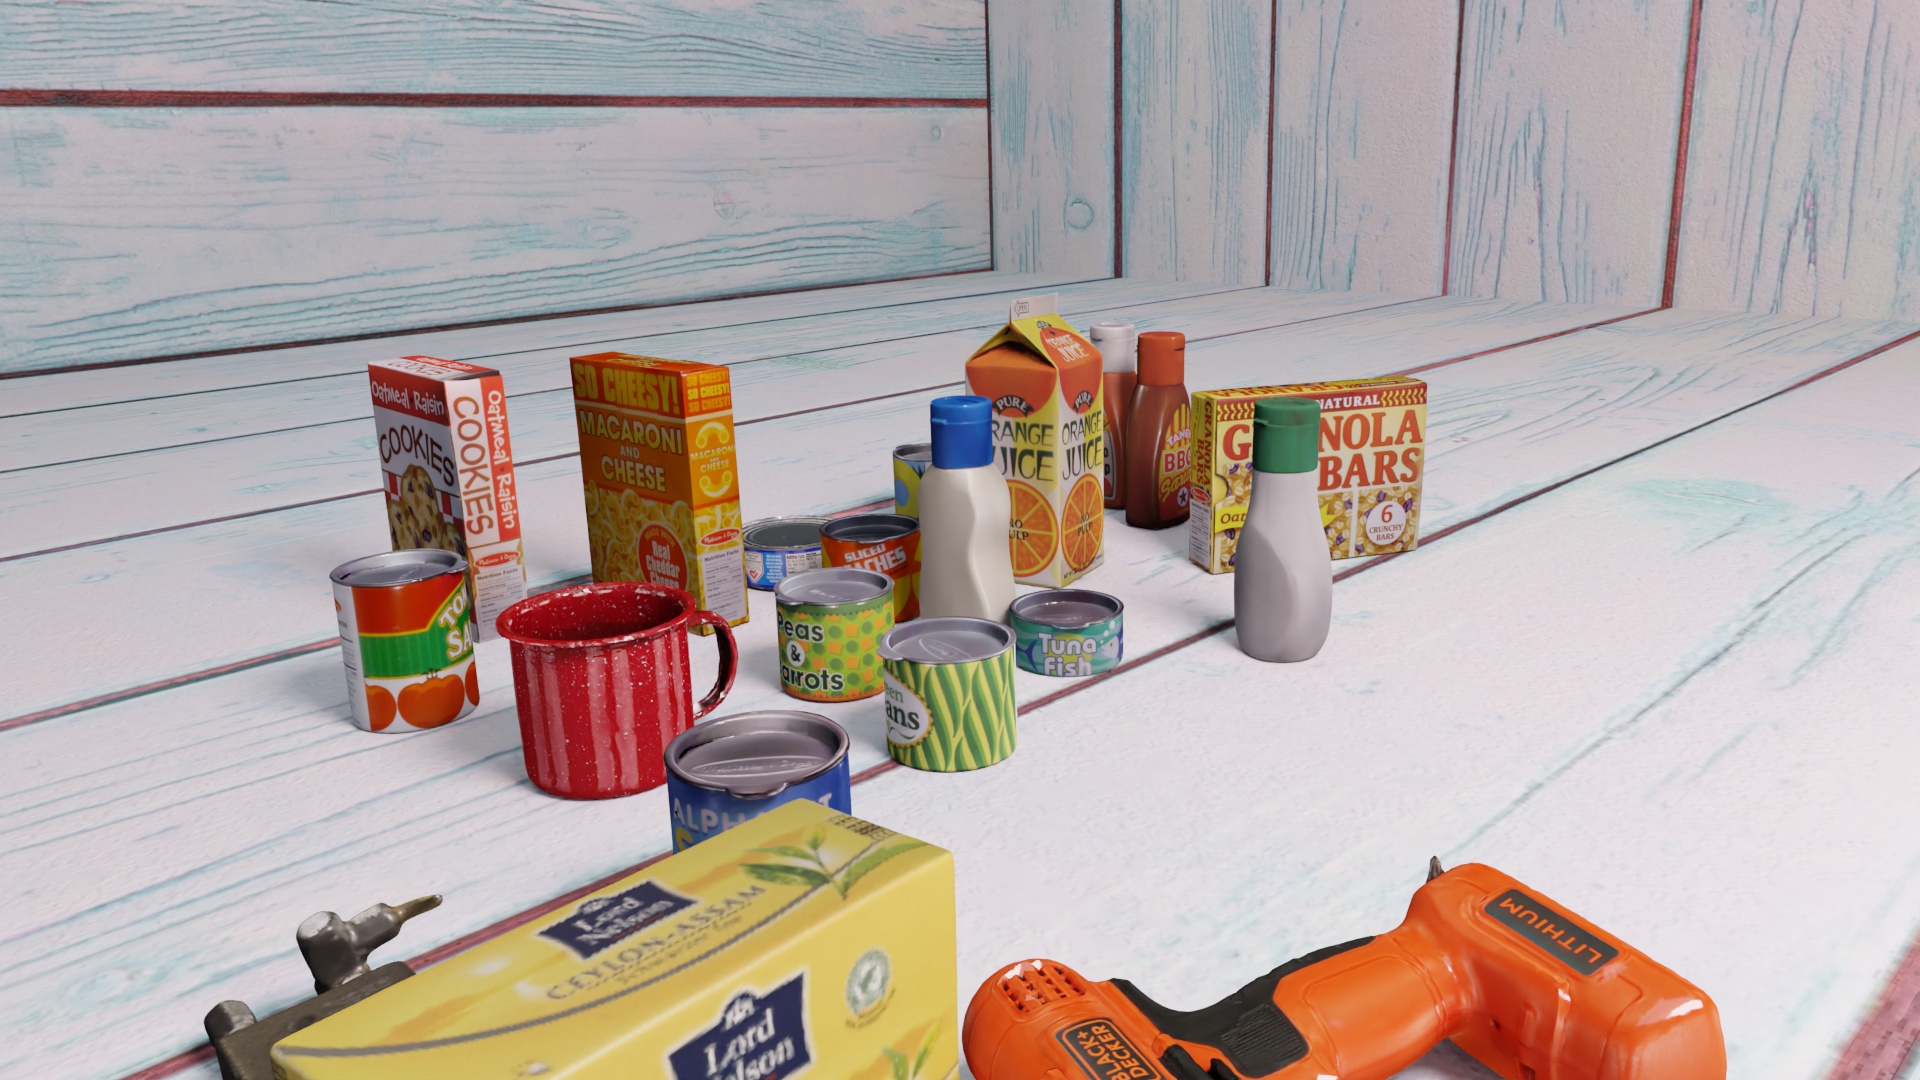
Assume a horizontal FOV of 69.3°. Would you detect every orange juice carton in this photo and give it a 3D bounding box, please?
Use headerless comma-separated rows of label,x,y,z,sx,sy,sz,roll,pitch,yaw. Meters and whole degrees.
orange juice carton,0.052,-0.071,0.953,0.073,0.192,0.072,7,17,30

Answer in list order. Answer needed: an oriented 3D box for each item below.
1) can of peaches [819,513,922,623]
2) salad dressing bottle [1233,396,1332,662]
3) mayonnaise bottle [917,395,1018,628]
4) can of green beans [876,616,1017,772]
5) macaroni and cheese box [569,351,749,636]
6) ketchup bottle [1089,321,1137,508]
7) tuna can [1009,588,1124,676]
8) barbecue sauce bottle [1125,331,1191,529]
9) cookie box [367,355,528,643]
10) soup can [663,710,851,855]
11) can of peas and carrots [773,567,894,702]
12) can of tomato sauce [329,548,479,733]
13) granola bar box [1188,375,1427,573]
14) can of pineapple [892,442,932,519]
can of peaches,-0.056,0.019,0.892,0.071,0.058,0.071,-2,15,1
salad dressing bottle,0.184,-0.007,0.791,0.044,0.147,0.064,-9,17,-24
mayonnaise bottle,0.003,-0.010,0.823,0.041,0.147,0.065,-16,20,-42
can of green beans,-0.005,0.075,0.685,0.071,0.057,0.071,-2,15,1
macaroni and cheese box,-0.194,-0.034,0.892,0.124,0.166,0.040,12,20,41
ketchup bottle,0.126,-0.104,1.144,0.044,0.148,0.065,-10,17,-28
tuna can,0.062,0.053,0.802,0.071,0.032,0.071,-2,15,1
barbecue sauce bottle,0.155,-0.087,1.080,0.043,0.148,0.065,10,19,38
cookie box,-0.329,-0.031,0.894,0.040,0.167,0.123,-15,20,-41
soup can,-0.072,0.114,0.504,0.071,0.083,0.071,-2,15,1
can of peas and carrots,-0.071,0.052,0.772,0.071,0.058,0.071,-2,15,1
can of tomato sauce,-0.295,0.053,0.747,0.071,0.082,0.071,-2,15,1
granola bar box,0.244,-0.048,0.976,0.166,0.123,0.039,-6,16,-16
can of pineapple,-0.021,-0.045,1.117,0.071,0.057,0.071,-2,15,1
